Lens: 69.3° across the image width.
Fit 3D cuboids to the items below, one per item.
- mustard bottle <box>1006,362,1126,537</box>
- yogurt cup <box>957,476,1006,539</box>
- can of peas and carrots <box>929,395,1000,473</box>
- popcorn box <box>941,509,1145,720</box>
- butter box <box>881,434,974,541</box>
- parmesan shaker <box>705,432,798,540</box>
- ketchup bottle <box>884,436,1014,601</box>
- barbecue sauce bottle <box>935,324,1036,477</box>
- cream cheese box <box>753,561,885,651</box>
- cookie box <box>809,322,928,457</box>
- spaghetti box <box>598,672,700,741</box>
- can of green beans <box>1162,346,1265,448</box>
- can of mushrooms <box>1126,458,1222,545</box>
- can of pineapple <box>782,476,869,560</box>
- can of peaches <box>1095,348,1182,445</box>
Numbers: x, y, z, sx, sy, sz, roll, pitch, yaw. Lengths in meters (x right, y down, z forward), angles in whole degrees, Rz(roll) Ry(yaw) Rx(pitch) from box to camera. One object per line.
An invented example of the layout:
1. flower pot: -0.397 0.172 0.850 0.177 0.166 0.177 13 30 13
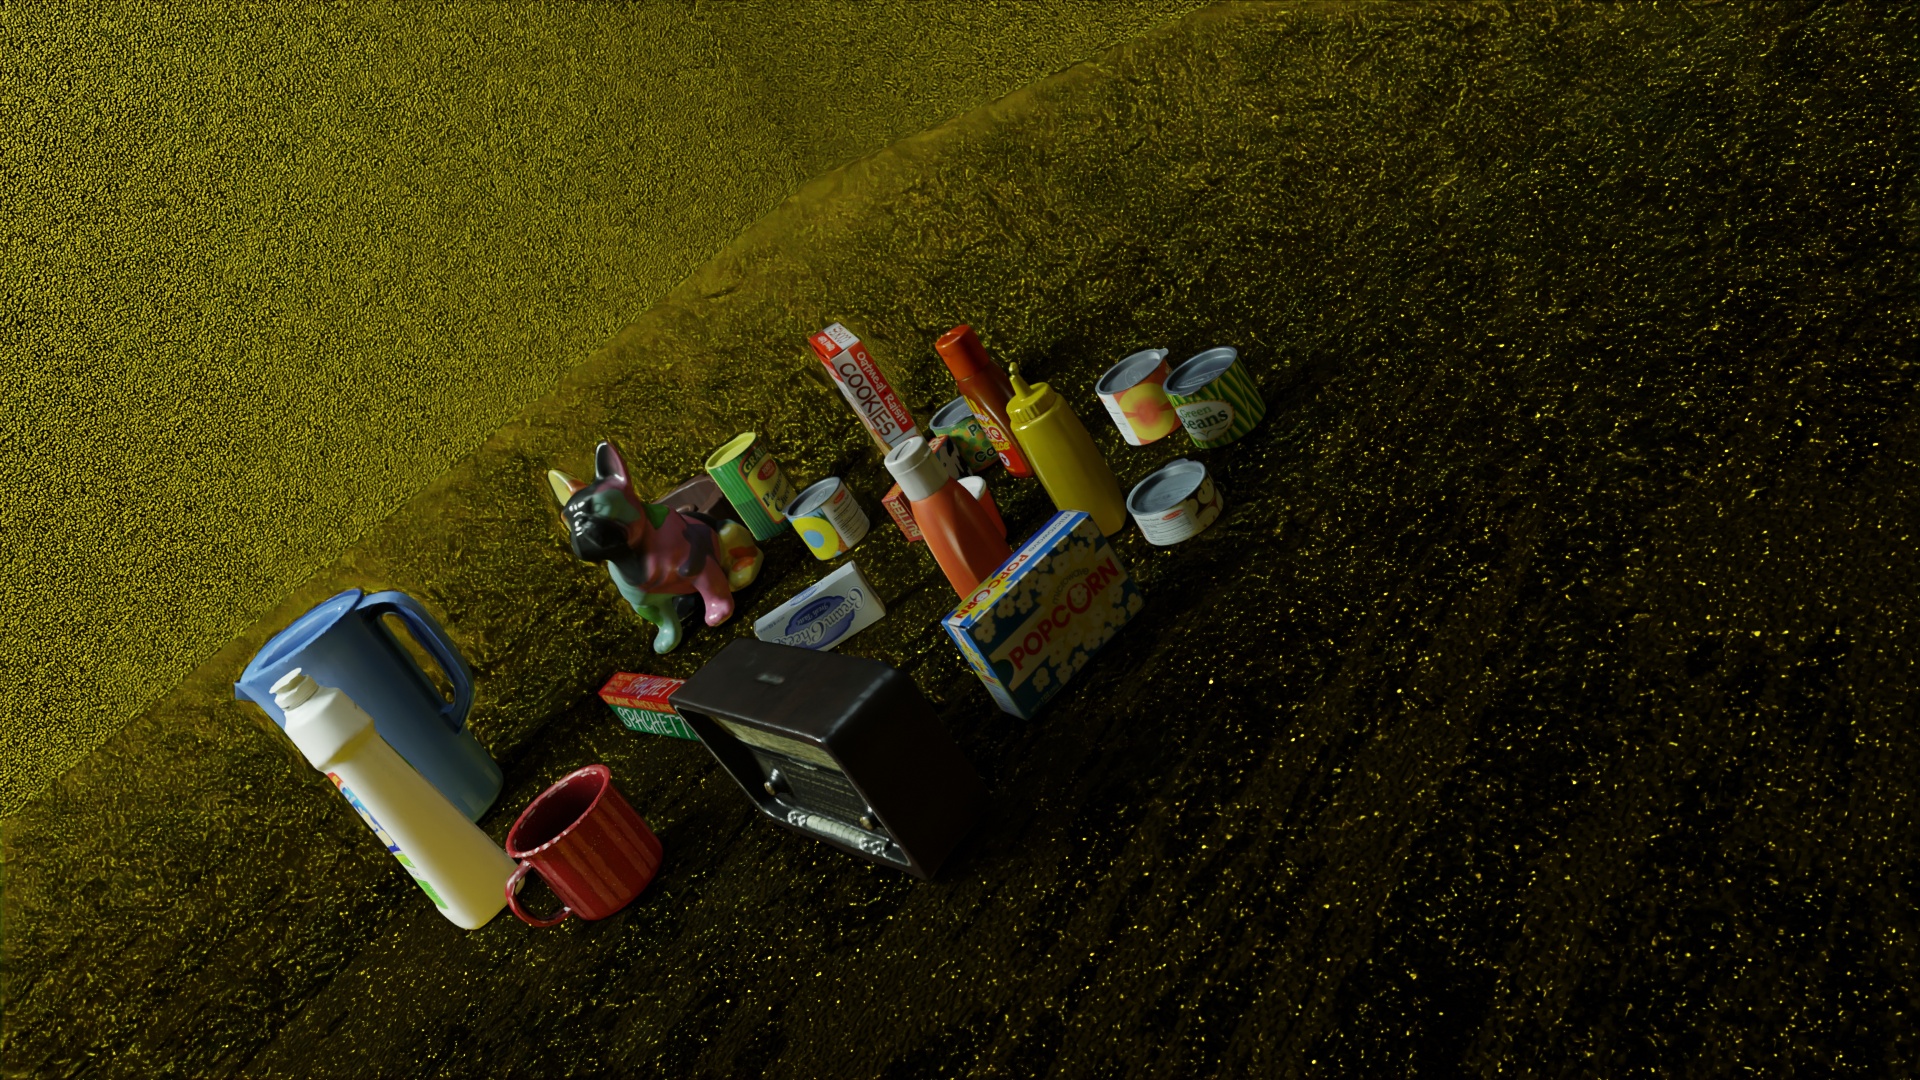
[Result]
1. mustard bottle: 0.076 -0.074 1.094 0.048 0.160 0.065 -26 23 18
2. yogurt cup: 0.004 -0.015 1.209 0.072 0.053 0.073 -28 23 13
3. can of peas and carrots: 0.013 -0.107 1.378 0.071 0.058 0.071 -28 23 13
4. popcorn box: 0.059 0.050 0.963 0.127 0.085 0.038 -42 24 -21
5. butter box: -0.030 -0.051 1.327 0.024 0.053 0.104 -12 31 42
6. parmesan shaker: -0.225 -0.061 1.543 0.071 0.103 0.071 -28 23 13
7. ketchup bottle: -0.005 -0.013 1.093 0.043 0.148 0.065 -18 27 34
8. barbecue sauce bottle: 0.030 -0.129 1.281 0.044 0.148 0.065 -38 23 -12
9. cream cheese box: -0.122 0.068 1.208 0.104 0.053 0.024 -32 22 2
10. cookie box: -0.088 -0.139 1.436 0.040 0.167 0.123 -35 22 -4
11. spaghetti box: -0.241 0.147 1.210 0.249 0.050 0.029 -3 37 51
12. can of green beans: 0.209 -0.117 1.139 0.071 0.057 0.071 -28 23 13
13. can of mushrooms: 0.164 -0.030 1.053 0.071 0.033 0.071 -28 23 13
14. can of pineapple: -0.135 -0.022 1.402 0.071 0.057 0.071 -28 23 13
15. can of peaches: 0.163 -0.126 1.218 0.071 0.058 0.071 -28 23 13
